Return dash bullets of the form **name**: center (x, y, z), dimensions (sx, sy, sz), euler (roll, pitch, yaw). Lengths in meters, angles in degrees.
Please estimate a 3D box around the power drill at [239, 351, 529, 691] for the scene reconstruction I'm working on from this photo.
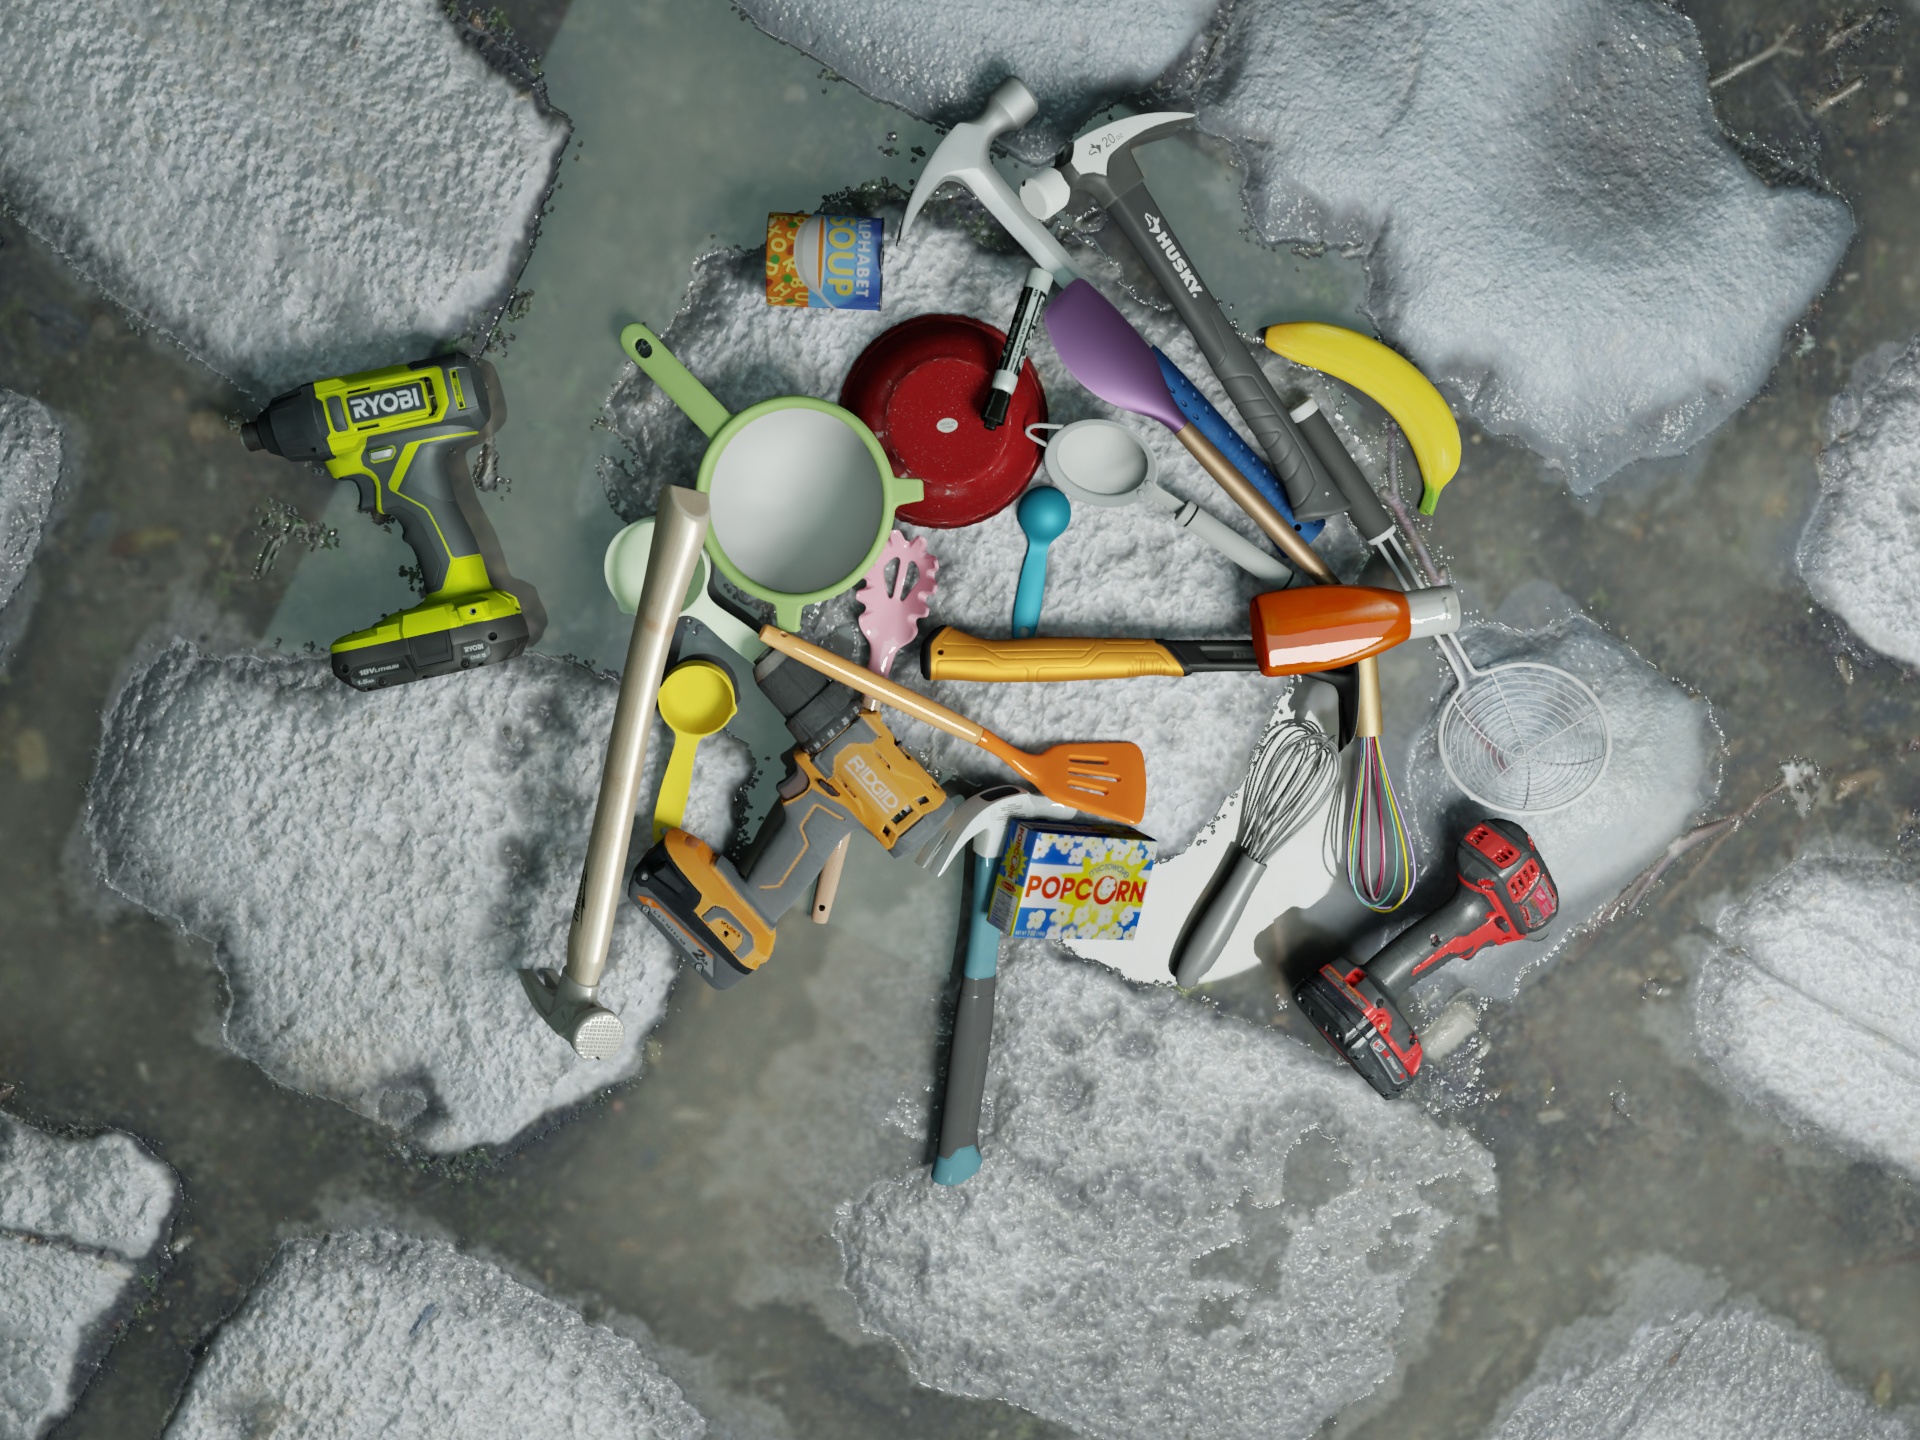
- **power drill**: center (-0.412, -0.140, 1.153), dimensions (0.171, 0.080, 0.223), euler (-13, 97, -3)

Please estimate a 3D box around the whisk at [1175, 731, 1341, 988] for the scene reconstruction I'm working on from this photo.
- **whisk**: center (0.234, 0.113, 1.265), dimensions (0.055, 0.055, 0.239), euler (26, 100, -9)

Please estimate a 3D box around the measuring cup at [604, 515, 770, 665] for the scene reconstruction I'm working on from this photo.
- **measuring cup**: center (-0.190, -0.088, 1.197), dimensions (0.167, 0.038, 0.083), euler (39, 103, -13)

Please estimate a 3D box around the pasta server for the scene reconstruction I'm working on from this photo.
- **pasta server**: center (-0.075, 0.009, 1.224), dimensions (0.060, 0.040, 0.316), euler (14, 99, 1)

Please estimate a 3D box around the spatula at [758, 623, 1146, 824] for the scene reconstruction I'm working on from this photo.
- **spatula**: center (-0.002, -0.004, 1.192), dimensions (0.322, 0.081, 0.041), euler (26, 135, -21)

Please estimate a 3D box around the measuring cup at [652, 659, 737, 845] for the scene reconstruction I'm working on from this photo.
- **measuring cup**: center (-0.214, 0.026, 1.227), dimensions (0.062, 0.029, 0.156), euler (13, 110, -12)

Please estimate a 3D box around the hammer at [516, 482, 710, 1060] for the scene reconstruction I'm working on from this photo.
- **hammer**: center (-0.250, 0.030, 1.166), dimensions (0.038, 0.146, 0.410), euler (9, 97, -35)

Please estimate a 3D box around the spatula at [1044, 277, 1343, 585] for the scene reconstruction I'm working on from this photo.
- **spatula**: center (0.180, -0.198, 1.181), dimensions (0.315, 0.018, 0.060), euler (43, 81, -12)

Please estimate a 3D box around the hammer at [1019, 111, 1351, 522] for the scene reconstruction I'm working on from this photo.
- **hammer**: center (0.189, -0.288, 1.168), dimensions (0.146, 0.035, 0.334), euler (-40, 102, -22)

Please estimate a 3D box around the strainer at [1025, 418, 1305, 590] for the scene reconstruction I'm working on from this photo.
- **strainer**: center (0.163, -0.161, 1.199), dimensions (0.258, 0.087, 0.050), euler (33, 52, -8)

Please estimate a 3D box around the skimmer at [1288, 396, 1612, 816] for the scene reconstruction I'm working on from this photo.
- **skimmer**: center (0.364, -0.091, 1.217), dimensions (0.127, 0.090, 0.363), euler (-35, 101, 2)

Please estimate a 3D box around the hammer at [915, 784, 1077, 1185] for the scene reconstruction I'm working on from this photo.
- **hammer**: center (0.015, 0.212, 1.254), dimensions (0.128, 0.033, 0.331), euler (-3, 107, -34)

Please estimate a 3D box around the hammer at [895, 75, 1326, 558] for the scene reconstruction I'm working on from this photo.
- **hammer**: center (0.123, -0.277, 1.191), dimensions (0.144, 0.035, 0.405), euler (-44, 101, 0)

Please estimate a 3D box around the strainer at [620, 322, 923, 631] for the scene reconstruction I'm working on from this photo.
- **strainer**: center (-0.151, -0.198, 1.177), dimensions (0.256, 0.069, 0.151), euler (46, 103, 6)

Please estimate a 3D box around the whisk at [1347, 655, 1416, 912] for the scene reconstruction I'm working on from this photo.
- **whisk**: center (0.322, 0.033, 1.263), dimensions (0.051, 0.047, 0.245), euler (-8, 96, -16)

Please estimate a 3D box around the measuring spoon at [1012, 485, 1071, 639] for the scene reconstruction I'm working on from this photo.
- **measuring spoon**: center (0.058, -0.116, 1.221), dimensions (0.042, 0.021, 0.128), euler (8, 100, -7)

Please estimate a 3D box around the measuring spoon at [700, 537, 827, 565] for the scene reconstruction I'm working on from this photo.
- **measuring spoon**: center (-0.158, -0.129, 1.206), dimensions (0.117, 0.011, 0.021), euler (7, 99, -5)

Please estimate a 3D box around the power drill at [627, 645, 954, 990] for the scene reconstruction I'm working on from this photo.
- **power drill**: center (-0.145, 0.069, 1.192), dimensions (0.226, 0.084, 0.185), euler (-40, 98, 7)

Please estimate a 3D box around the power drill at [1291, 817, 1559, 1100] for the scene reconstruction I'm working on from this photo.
- **power drill**: center (0.382, 0.189, 1.262), dimensions (0.219, 0.079, 0.143), euler (-43, 132, -1)

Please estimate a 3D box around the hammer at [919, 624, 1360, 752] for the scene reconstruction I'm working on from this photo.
- **hammer**: center (0.137, -0.040, 1.215), dimensions (0.337, 0.034, 0.127), euler (0, 73, -4)
